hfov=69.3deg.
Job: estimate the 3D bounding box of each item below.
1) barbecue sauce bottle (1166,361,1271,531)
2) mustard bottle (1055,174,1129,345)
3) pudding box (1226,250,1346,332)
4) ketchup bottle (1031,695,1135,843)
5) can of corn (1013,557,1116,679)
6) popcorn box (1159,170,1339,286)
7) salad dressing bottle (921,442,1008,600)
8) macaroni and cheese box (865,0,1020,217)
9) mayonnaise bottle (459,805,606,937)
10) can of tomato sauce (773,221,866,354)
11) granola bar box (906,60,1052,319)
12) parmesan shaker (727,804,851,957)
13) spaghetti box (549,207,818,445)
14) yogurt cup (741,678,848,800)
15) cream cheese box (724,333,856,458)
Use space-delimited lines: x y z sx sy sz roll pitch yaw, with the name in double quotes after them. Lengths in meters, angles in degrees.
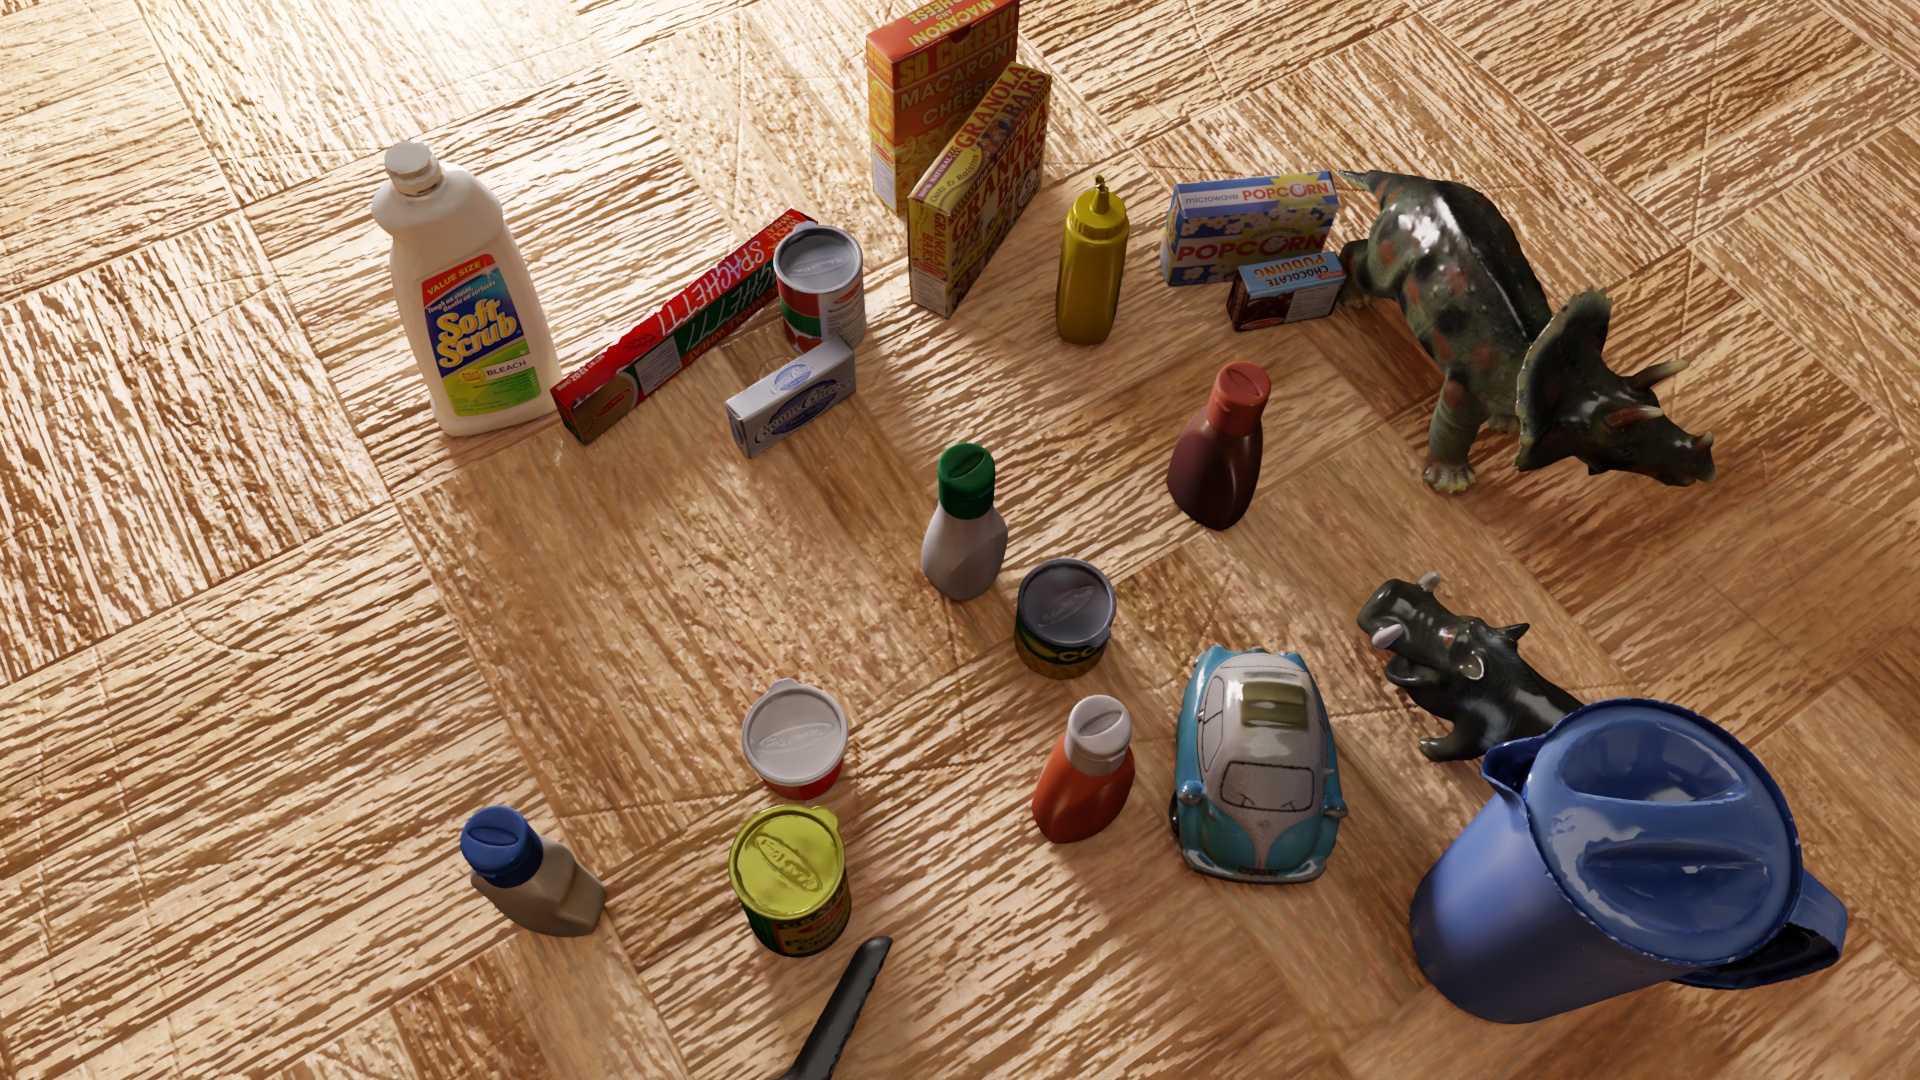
0.183 -0.067 0.966 0.044 0.147 0.065 -38 68 -20 "barbecue sauce bottle"
0.099 -0.213 1.040 0.049 0.159 0.065 5 61 1 "mustard bottle"
0.257 -0.197 1.098 0.084 0.049 0.030 -11 62 -8 "pudding box"
0.079 0.140 0.847 0.065 0.148 0.043 -26 65 -15 "ketchup bottle"
0.072 0.056 0.946 0.071 0.058 0.071 1 61 -1 "can of corn"
0.228 -0.248 1.106 0.127 0.084 0.038 -6 61 -5 "popcorn box"
0.003 -0.012 0.931 0.064 0.147 0.044 -35 67 -19 "salad dressing bottle"
-0.013 -0.353 1.113 0.124 0.165 0.040 -34 67 -18 "macaroni and cheese box"
-0.251 0.194 0.809 0.065 0.147 0.041 9 61 4 "mayonnaise bottle"
-0.107 -0.191 1.066 0.071 0.082 0.071 1 61 -1 "can of tomato sauce"
0.014 -0.275 1.094 0.039 0.123 0.166 26 63 13 "granola bar box"
-0.098 0.204 0.832 0.071 0.102 0.071 1 61 -1 "parmesan shaker"
-0.206 -0.168 1.070 0.029 0.050 0.251 39 67 18 "spaghetti box"
-0.105 0.134 0.900 0.072 0.053 0.073 1 61 -1 "yogurt cup"
-0.124 -0.107 1.036 0.104 0.053 0.024 -35 67 -19 "cream cheese box"
